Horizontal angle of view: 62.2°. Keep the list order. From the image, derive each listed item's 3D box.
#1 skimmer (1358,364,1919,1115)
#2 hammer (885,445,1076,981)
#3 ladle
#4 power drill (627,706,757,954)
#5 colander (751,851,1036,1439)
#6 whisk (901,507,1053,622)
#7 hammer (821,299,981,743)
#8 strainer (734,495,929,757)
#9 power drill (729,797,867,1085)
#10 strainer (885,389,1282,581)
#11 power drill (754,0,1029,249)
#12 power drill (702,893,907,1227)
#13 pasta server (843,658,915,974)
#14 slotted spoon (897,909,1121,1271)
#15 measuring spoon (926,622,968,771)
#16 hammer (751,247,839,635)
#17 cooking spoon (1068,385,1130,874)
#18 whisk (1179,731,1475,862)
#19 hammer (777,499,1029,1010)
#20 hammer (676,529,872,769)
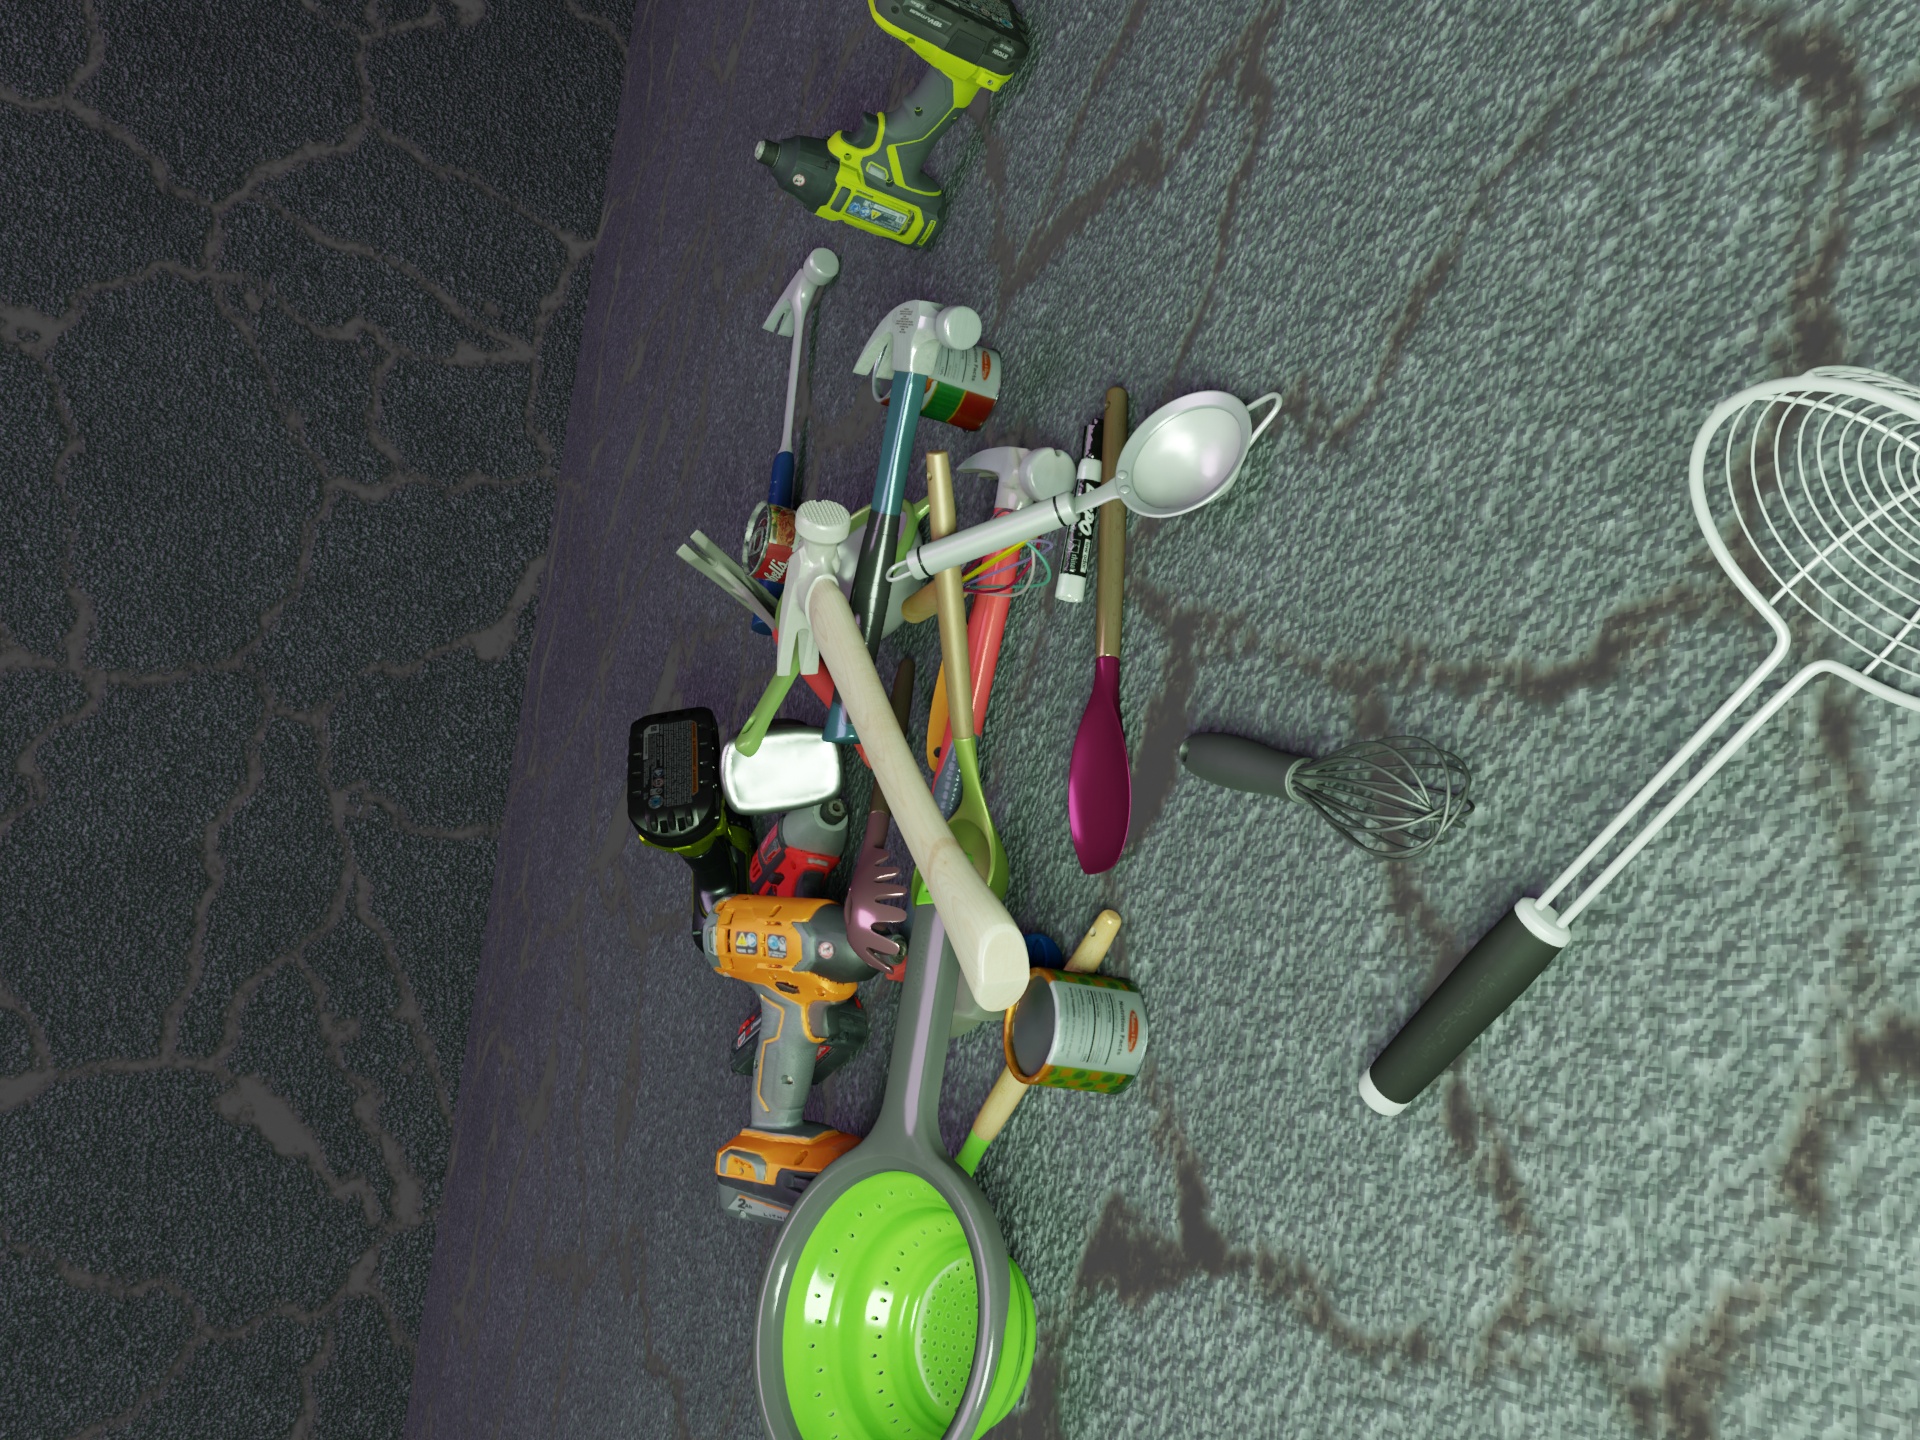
[{"bbox_3d":[0.228,0.041,0.559,0.127,0.090,0.363,47,131,23],"label":"skimmer"},{"bbox_3d":[-0.002,-0.004,1.142,0.143,0.038,0.386,-162,84,-67],"label":"hammer"},{"bbox_3d":[-0.011,-0.012,1.015,0.078,0.062,0.320,26,128,53],"label":"ladle"},{"bbox_3d":[-0.238,0.088,1.473,0.228,0.080,0.191,78,-176,-55],"label":"power drill"},{"bbox_3d":[-0.011,0.280,0.957,0.204,0.094,0.397,-10,63,45],"label":"colander"},{"bbox_3d":[0.007,-0.096,1.072,0.047,0.051,0.245,-61,13,-15],"label":"whisk"},{"bbox_3d":[-0.057,-0.138,1.159,0.128,0.033,0.331,30,112,57],"label":"hammer"},{"bbox_3d":[-0.097,-0.064,1.269,0.151,0.069,0.256,-8,48,50],"label":"strainer"},{"bbox_3d":[-0.129,0.172,1.300,0.143,0.078,0.220,-49,35,47],"label":"power drill"},{"bbox_3d":[0.070,-0.126,0.926,0.258,0.050,0.087,-18,51,20],"label":"strainer"},{"bbox_3d":[-0.058,-0.514,1.334,0.223,0.171,0.080,-50,37,41],"label":"power drill"},{"bbox_3d":[-0.103,0.238,1.126,0.164,0.084,0.226,-2,90,36],"label":"power drill"},{"bbox_3d":[-0.048,0.054,1.141,0.316,0.040,0.060,-83,5,-52],"label":"pasta server"},{"bbox_3d":[0.026,0.240,0.988,0.313,0.031,0.070,-64,36,25],"label":"slotted spoon"},{"bbox_3d":[-0.009,-0.019,1.193,0.011,0.021,0.117,22,-105,-71],"label":"measuring spoon"},{"bbox_3d":[-0.184,-0.284,1.663,0.144,0.035,0.406,-27,56,60],"label":"hammer"},{"bbox_3d":[0.093,-0.062,0.986,0.069,0.017,0.319,-27,56,59],"label":"cooking spoon"},{"bbox_3d":[0.164,0.026,0.761,0.239,0.055,0.055,-165,86,-70],"label":"whisk"},{"bbox_3d":[-0.047,0.028,1.021,0.411,0.038,0.146,-118,32,-45],"label":"hammer"},{"bbox_3d":[-0.139,-0.057,1.374,0.036,0.149,0.359,-48,36,3],"label":"hammer"}]
